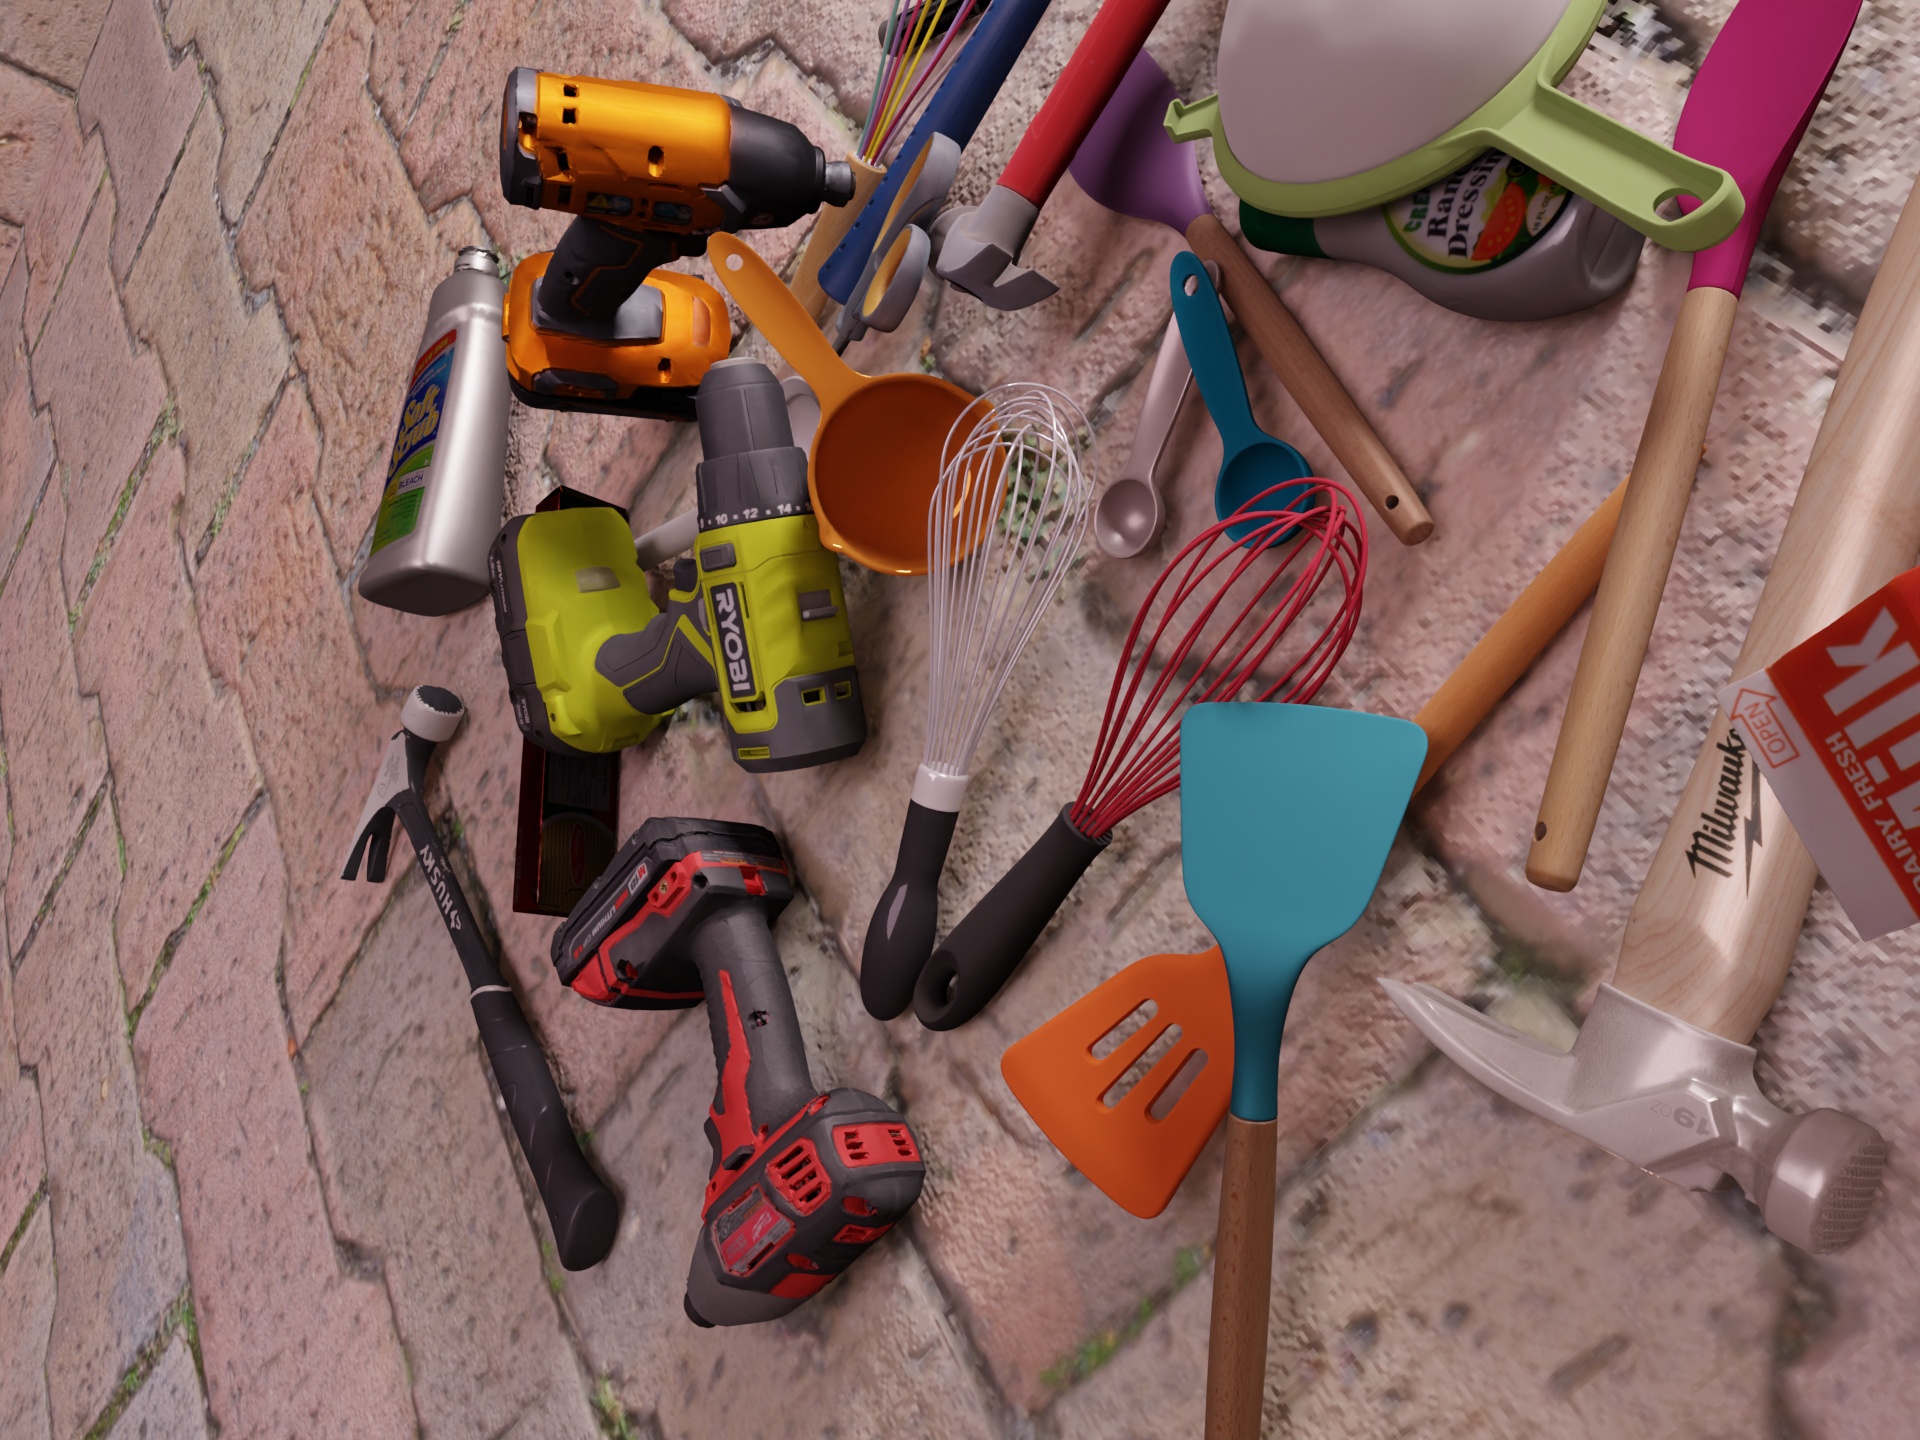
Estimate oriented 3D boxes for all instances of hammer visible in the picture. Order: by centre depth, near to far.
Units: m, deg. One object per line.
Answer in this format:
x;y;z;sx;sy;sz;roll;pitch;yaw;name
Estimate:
0.252;-0.070;0.456;0.146;0.038;0.410;24;97;48;hammer
0.106;-0.339;0.630;0.386;0.038;0.143;-58;18;10;hammer
0.045;-0.343;0.684;0.405;0.035;0.144;-51;13;36;hammer
-0.292;0.155;0.956;0.149;0.036;0.409;-57;47;21;hammer

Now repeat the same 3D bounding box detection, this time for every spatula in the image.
0.100;0.154;0.534;0.082;0.044;0.317;5;96;19;spatula
0.136;0.034;0.544;0.081;0.041;0.322;44;111;21;spatula
0.107;-0.183;0.646;0.059;0.018;0.316;-45;50;27;spatula

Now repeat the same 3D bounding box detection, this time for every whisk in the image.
0.060;0.026;0.616;0.295;0.073;0.073;-54;47;30;whisk
0.000;-0.002;0.678;0.070;0.070;0.284;27;108;46;whisk
-0.035;-0.300;0.795;0.245;0.051;0.047;-60;33;30;whisk

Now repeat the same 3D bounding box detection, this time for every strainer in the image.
0.158;-0.224;0.518;0.151;0.069;0.257;-40;40;12;strainer
-0.118;-0.115;0.844;0.258;0.050;0.087;-15;81;49;strainer

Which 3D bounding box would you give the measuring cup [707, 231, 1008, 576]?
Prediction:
-0.051;-0.142;0.705;0.095;0.173;0.052;-39;9;2;measuring cup

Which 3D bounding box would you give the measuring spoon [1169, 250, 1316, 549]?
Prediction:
0.108;-0.125;0.616;0.042;0.021;0.129;-30;68;41;measuring spoon

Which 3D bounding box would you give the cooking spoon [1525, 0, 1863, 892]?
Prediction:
0.216;-0.101;0.470;0.319;0.017;0.069;-70;16;-10;cooking spoon

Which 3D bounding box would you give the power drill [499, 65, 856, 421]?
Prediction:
-0.153;-0.237;0.815;0.226;0.164;0.084;136;134;-66;power drill

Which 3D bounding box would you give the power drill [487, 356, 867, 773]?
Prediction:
-0.146;-0.068;0.804;0.228;0.080;0.190;-5;97;45;power drill

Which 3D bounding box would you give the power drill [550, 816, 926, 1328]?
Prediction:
-0.109;0.164;0.740;0.143;0.078;0.220;-48;53;27;power drill

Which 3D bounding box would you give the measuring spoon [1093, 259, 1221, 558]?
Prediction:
0.086;-0.124;0.647;0.034;0.018;0.124;27;103;45;measuring spoon
